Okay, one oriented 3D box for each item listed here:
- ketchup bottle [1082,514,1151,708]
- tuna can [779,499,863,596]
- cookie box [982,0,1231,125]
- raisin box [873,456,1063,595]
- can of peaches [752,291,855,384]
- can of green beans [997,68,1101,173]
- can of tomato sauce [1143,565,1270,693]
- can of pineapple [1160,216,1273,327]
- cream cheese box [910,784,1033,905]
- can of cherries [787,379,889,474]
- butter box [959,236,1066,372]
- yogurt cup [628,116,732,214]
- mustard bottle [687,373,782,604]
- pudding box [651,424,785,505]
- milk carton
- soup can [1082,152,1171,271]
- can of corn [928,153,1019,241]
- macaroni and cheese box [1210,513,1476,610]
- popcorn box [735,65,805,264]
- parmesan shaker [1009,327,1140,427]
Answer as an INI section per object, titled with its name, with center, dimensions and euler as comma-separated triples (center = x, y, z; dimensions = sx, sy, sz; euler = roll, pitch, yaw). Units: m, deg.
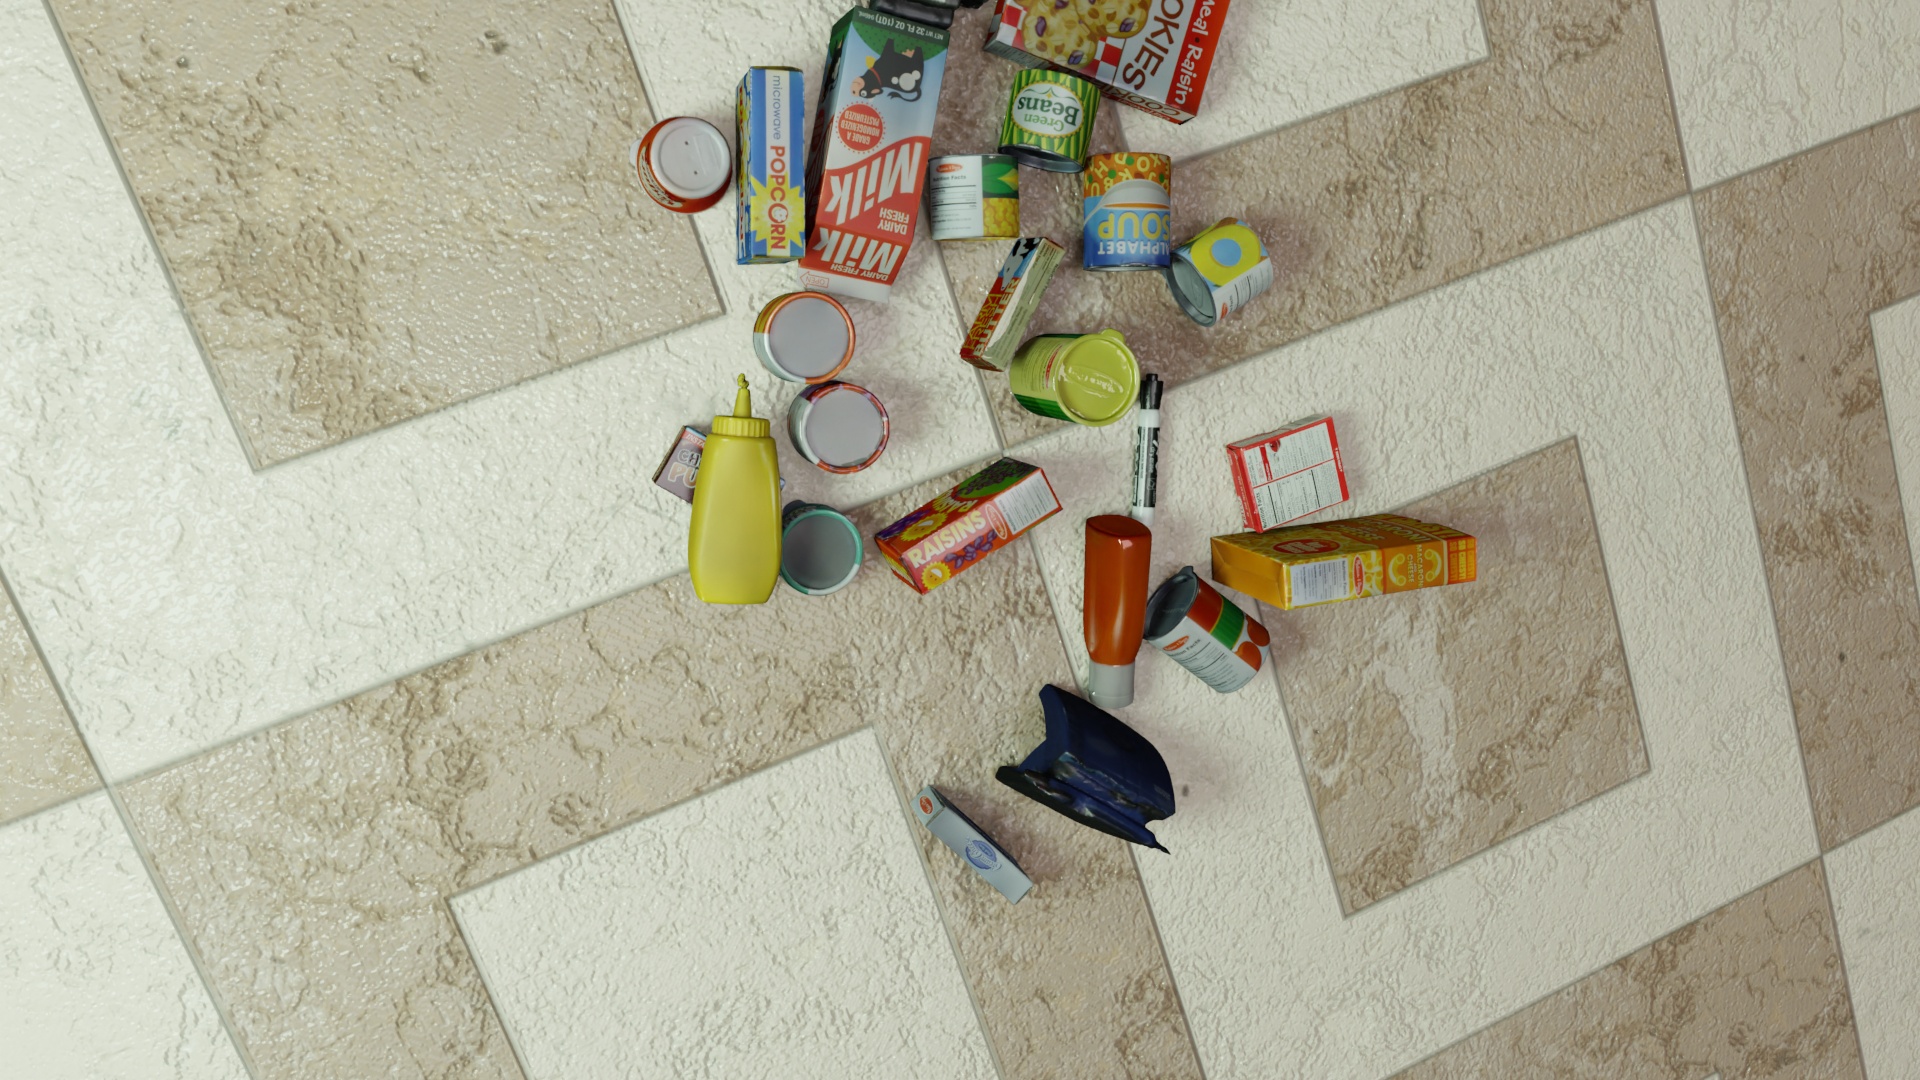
[ketchup bottle]
center = 0.120, 0.057, 1.091
dimensions = 0.043, 0.065, 0.148
euler = -6, 108, -21
[tuna can]
center = -0.108, 0.005, 1.031
dimensions = 0.071, 0.033, 0.071
euler = -3, 99, -16
[cookie box]
center = 0.114, -0.399, 1.035
dimensions = 0.167, 0.040, 0.123
euler = 15, 93, -16
[raisin box]
center = 0.004, -0.013, 1.033
dimensions = 0.123, 0.086, 0.040
euler = -32, 107, -10
[can of peaches]
center = -0.111, -0.147, 0.996
dimensions = 0.071, 0.058, 0.071
euler = -2, 99, -15
[can of green beans]
center = 0.065, -0.307, 1.019
dimensions = 0.071, 0.071, 0.057
euler = 12, 94, -17
[can of tomato sauce]
center = 0.196, 0.072, 1.112
dimensions = 0.083, 0.071, 0.071
euler = 36, 87, -18
[can of pineapple]
center = 0.197, -0.209, 1.072
dimensions = 0.058, 0.071, 0.071
euler = -33, 105, -10
[cream cheese box]
center = 0.009, 0.237, 1.087
dimensions = 0.103, 0.053, 0.024
euler = 44, 87, -17
[can of cherries]
center = -0.087, -0.084, 1.011
dimensions = 0.071, 0.058, 0.071
euler = -2, 99, -15
[butter box]
center = 0.038, -0.177, 1.037
dimensions = 0.024, 0.053, 0.103
euler = 27, 91, -21
[yogurt cup]
center = -0.189, -0.261, 0.960
dimensions = 0.072, 0.054, 0.072
euler = -3, 99, -16
[mustard bottle]
center = -0.154, -0.037, 0.971
dimensions = 0.065, 0.049, 0.160
euler = 3, 97, -17
[pudding box]
center = -0.175, -0.043, 1.007
dimensions = 0.083, 0.030, 0.049
euler = 30, 89, -18
[milk carton]
center = -0.067, -0.268, 0.983
dimensions = 0.072, 0.073, 0.190
euler = 9, 95, -19
[soup can]
center = 0.126, -0.246, 1.043
dimensions = 0.071, 0.071, 0.083
euler = -3, 99, -16
[can of corn]
center = 0.012, -0.249, 1.014
dimensions = 0.071, 0.071, 0.058
euler = -4, 100, -15
[macaroni and cheese box]
center = 0.301, 0.014, 1.102
dimensions = 0.167, 0.124, 0.040
euler = -8, 101, -15
[popcorn box]
center = -0.132, -0.256, 0.960
dimensions = 0.038, 0.085, 0.126
euler = -1, 98, -16
[parmesan shaker]
center = 0.084, -0.123, 1.031
dimensions = 0.071, 0.103, 0.071
euler = -2, 99, -15
